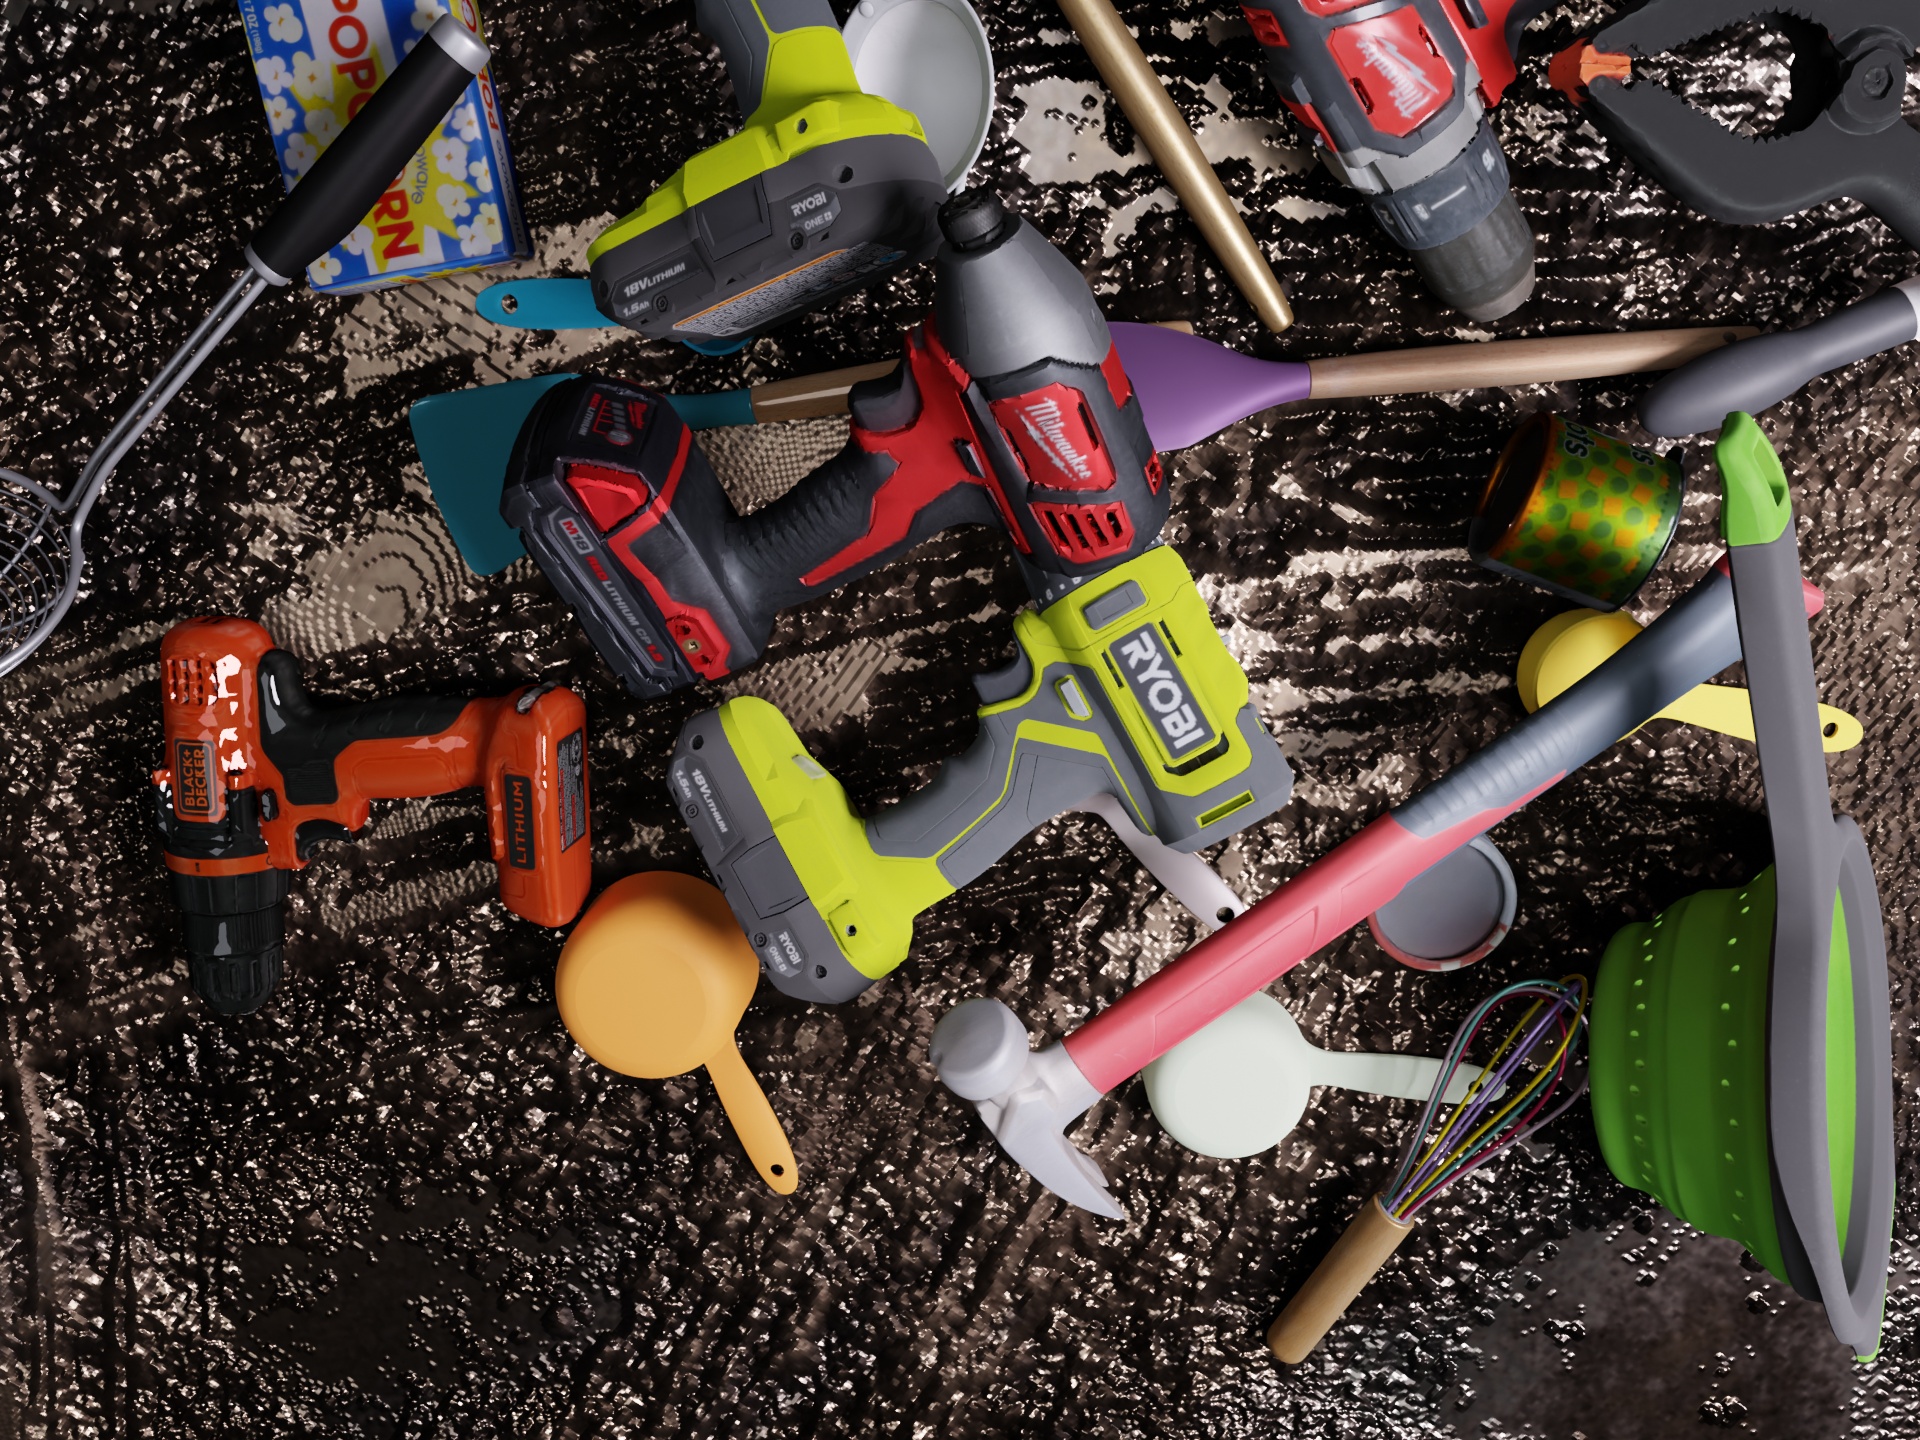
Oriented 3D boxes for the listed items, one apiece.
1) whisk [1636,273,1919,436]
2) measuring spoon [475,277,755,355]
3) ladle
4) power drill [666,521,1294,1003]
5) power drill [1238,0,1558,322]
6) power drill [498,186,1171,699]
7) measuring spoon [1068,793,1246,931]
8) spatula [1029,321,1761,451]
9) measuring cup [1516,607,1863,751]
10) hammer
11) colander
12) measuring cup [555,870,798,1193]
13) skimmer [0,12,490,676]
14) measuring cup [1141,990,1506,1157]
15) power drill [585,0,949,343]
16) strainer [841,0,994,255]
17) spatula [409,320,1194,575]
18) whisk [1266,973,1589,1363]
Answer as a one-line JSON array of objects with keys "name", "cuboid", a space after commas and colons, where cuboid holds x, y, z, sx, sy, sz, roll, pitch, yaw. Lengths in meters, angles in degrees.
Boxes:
[{"name": "whisk", "cuboid": [0.399, -0.171, 0.605, 0.284, 0.070, 0.070, -23, 102, 10]}, {"name": "measuring spoon", "cuboid": [-0.141, -0.176, 0.669, 0.128, 0.021, 0.042, 3, 104, 12]}, {"name": "ladle", "cuboid": [0.042, -0.278, 0.599, 0.031, 0.069, 0.315, -39, 110, -2]}, {"name": "power drill", "cuboid": [-0.001, -0.002, 0.666, 0.228, 0.080, 0.190, -29, 87, 8]}, {"name": "power drill", "cuboid": [0.224, -0.272, 0.573, 0.226, 0.080, 0.187, -38, 124, 10]}, {"name": "power drill", "cuboid": [-0.046, -0.098, 0.580, 0.219, 0.079, 0.143, -16, 129, 16]}, {"name": "measuring spoon", "cuboid": [0.085, 0.056, 0.707, 0.124, 0.018, 0.034, 43, 103, -5]}, {"name": "spatula", "cuboid": [0.164, -0.141, 0.639, 0.316, 0.018, 0.060, -5, 76, -1]}, {"name": "measuring cup", "cuboid": [0.310, -0.010, 0.679, 0.156, 0.029, 0.062, 11, 105, -11]}, {"name": "hammer", "cuboid": [0.178, 0.064, 0.646, 0.386, 0.038, 0.143, -35, 130, 3]}, {"name": "colander", "cuboid": [0.291, 0.072, 0.620, 0.094, 0.204, 0.396, -2, 121, 36]}, {"name": "measuring cup", "cuboid": [-0.121, 0.155, 0.729, 0.095, 0.052, 0.173, -25, 99, 9]}, {"name": "skimmer", "cuboid": [-0.327, -0.143, 0.610, 0.363, 0.090, 0.127, -43, 66, 12]}, {"name": "measuring cup", "cuboid": [0.166, 0.166, 0.720, 0.167, 0.038, 0.083, 5, 105, 4]}, {"name": "power drill", "cuboid": [-0.103, -0.264, 0.593, 0.171, 0.080, 0.223, -16, 92, 26]}, {"name": "strainer", "cuboid": [-0.039, -0.306, 0.614, 0.087, 0.050, 0.258, -15, 99, 44]}, {"name": "spatula", "cuboid": [-0.060, -0.128, 0.659, 0.317, 0.044, 0.082, -9, 125, 4]}, {"name": "whisk", "cuboid": [0.205, 0.206, 0.712, 0.051, 0.047, 0.245, 17, 117, -23]}]
